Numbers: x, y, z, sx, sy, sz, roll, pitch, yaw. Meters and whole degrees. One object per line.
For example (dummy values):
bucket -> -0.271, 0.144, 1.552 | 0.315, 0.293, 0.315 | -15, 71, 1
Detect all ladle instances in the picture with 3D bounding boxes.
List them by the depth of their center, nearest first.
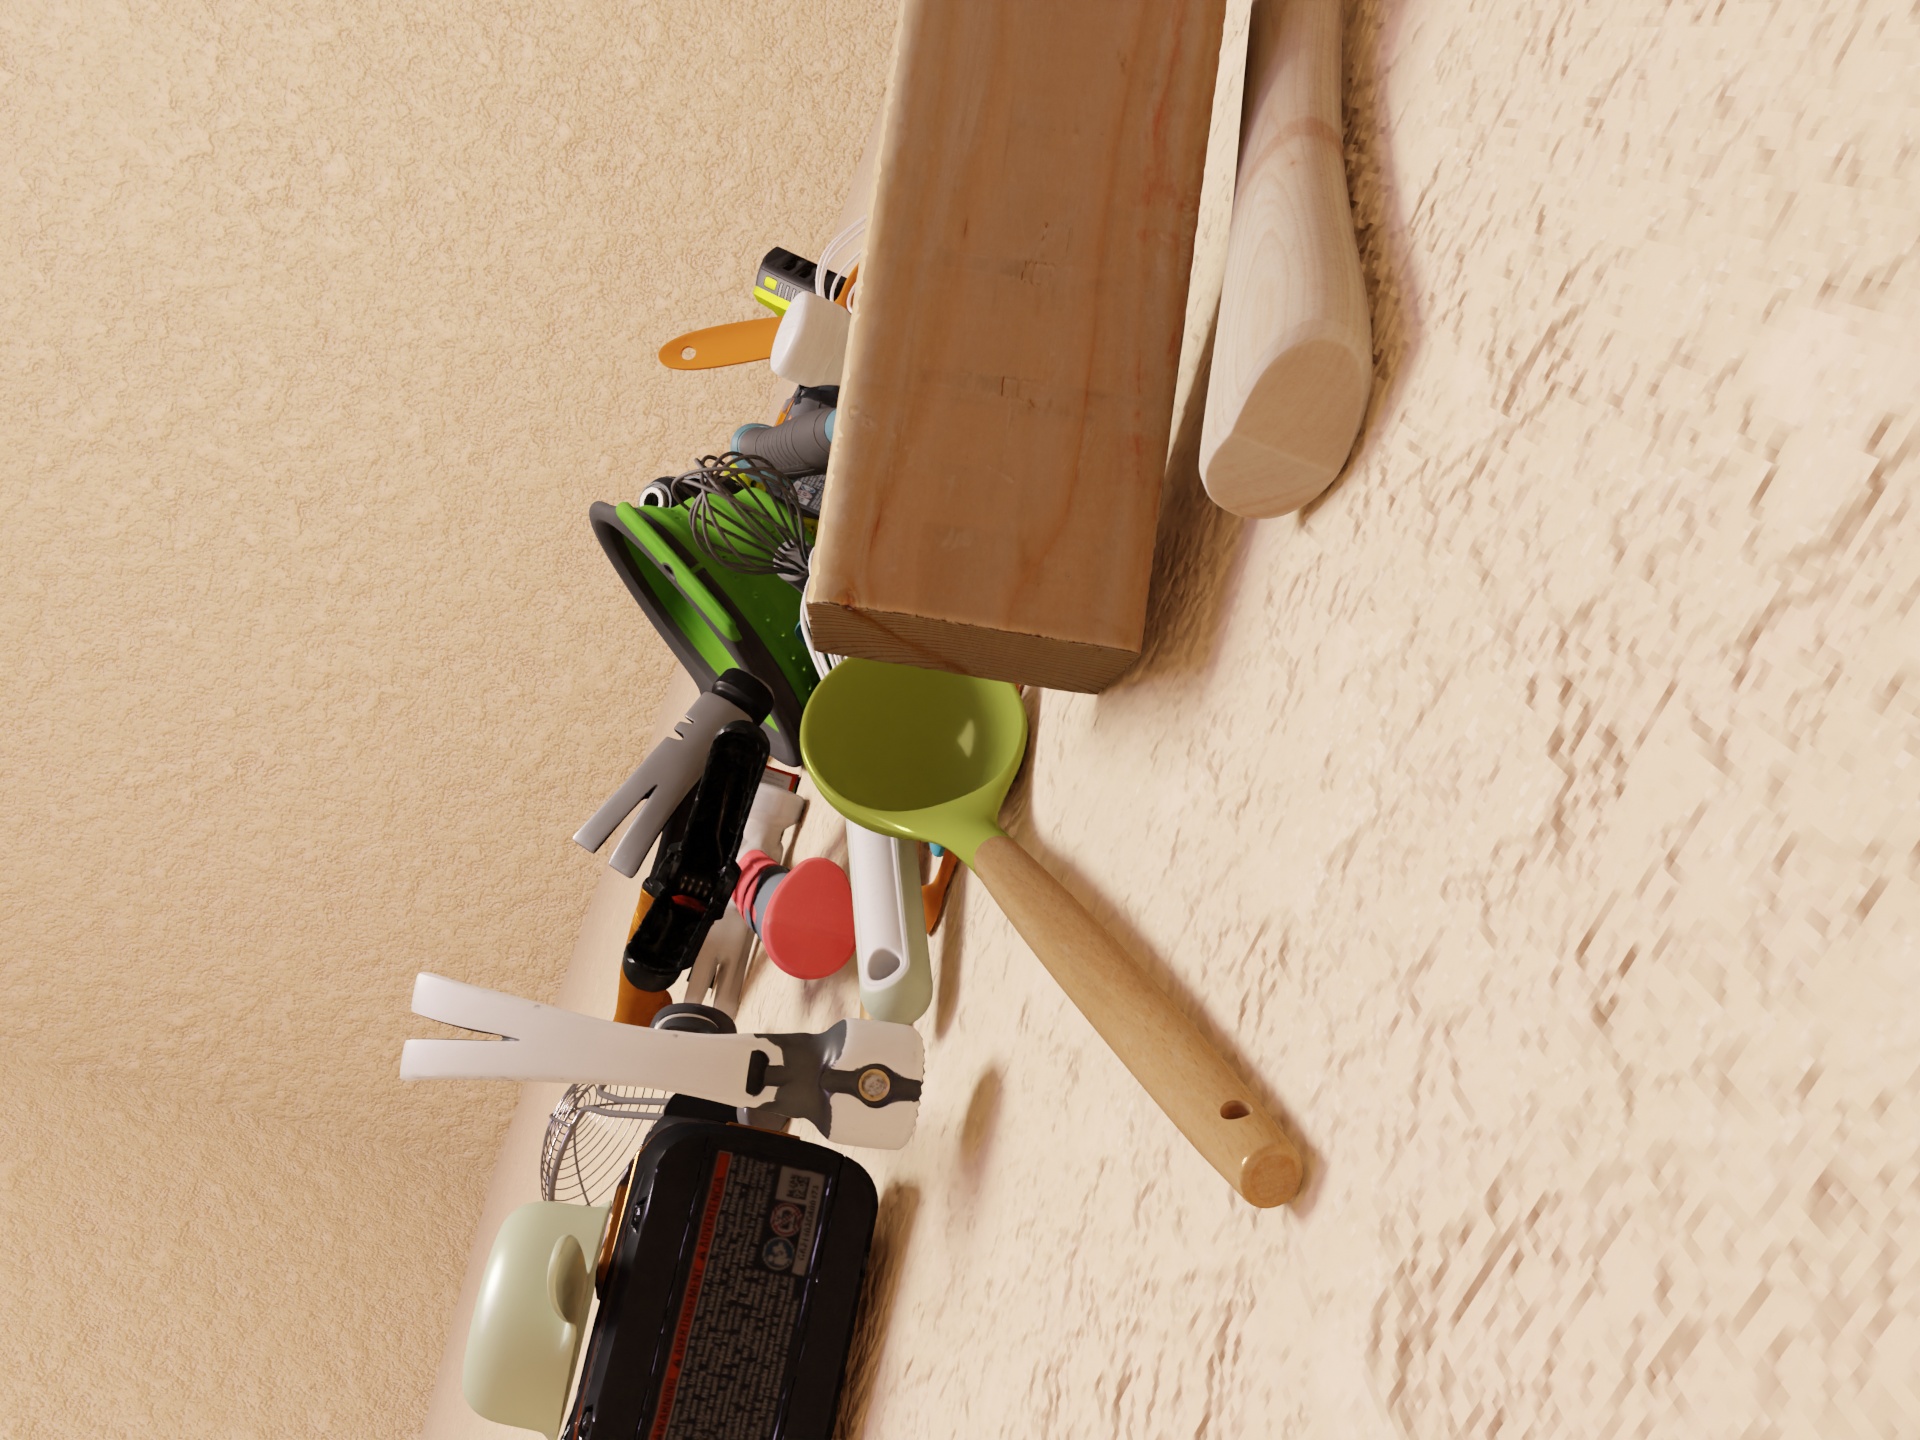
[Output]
ladle -> 0.014, 0.035, 0.429 | 0.320, 0.078, 0.062 | -137, 31, -71

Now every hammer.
hammer -> 0.100, -0.226, 0.482 | 0.146, 0.038, 0.411 | 127, 158, -57
hammer -> -0.115, 0.128, 0.636 | 0.409, 0.149, 0.036 | 133, 145, -76
hammer -> -0.051, -0.126, 0.695 | 0.033, 0.128, 0.331 | -71, 20, -1
hammer -> -0.098, 0.103, 0.780 | 0.386, 0.038, 0.143 | 171, 116, -79
hammer -> -0.172, 0.110, 0.891 | 0.127, 0.034, 0.336 | -54, -8, -37

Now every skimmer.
skimmer -> -0.151, 0.230, 0.872 | 0.127, 0.090, 0.363 | -55, 16, -27

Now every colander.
colander -> -0.137, -0.052, 1.071 | 0.094, 0.204, 0.397 | -40, -12, -14

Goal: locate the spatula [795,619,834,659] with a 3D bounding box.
spatula -> -0.003, -0.178, 0.815 | 0.082, 0.044, 0.317 | 41, -112, -77

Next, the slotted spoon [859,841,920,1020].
slotted spoon -> -0.024, 0.026, 0.659 | 0.314, 0.031, 0.070 | -87, 20, -45

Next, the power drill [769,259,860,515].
power drill -> -0.045, -0.255, 1.019 | 0.164, 0.084, 0.227 | 142, 149, -67

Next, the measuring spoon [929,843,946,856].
measuring spoon -> -0.001, -0.002, 0.637 | 0.042, 0.021, 0.129 | 130, 146, -52

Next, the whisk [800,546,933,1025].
whisk -> -0.034, 0.009, 0.609 | 0.058, 0.059, 0.247 | -22, 46, 14

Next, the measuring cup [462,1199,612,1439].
measuring cup -> -0.143, 0.188, 0.522 | 0.167, 0.038, 0.083 | 110, 170, -61

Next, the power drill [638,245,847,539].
power drill -> -0.136, -0.221, 1.172 | 0.190, 0.080, 0.228 | 3, -65, -61

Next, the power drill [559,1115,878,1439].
power drill -> -0.100, 0.234, 0.568 | 0.226, 0.084, 0.185 | 132, 151, -68

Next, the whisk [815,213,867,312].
whisk -> 0.018, -0.254, 0.708 | 0.285, 0.070, 0.070 | -59, 7, -26

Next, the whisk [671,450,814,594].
whisk -> -0.081, -0.082, 0.807 | 0.238, 0.055, 0.055 | 37, -110, -71

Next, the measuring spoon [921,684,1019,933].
measuring spoon -> 0.002, 0.023, 0.584 | 0.021, 0.011, 0.117 | -149, 78, -77

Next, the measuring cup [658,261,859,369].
measuring cup -> -0.055, -0.178, 0.765 | 0.052, 0.173, 0.095 | 76, -174, -77
